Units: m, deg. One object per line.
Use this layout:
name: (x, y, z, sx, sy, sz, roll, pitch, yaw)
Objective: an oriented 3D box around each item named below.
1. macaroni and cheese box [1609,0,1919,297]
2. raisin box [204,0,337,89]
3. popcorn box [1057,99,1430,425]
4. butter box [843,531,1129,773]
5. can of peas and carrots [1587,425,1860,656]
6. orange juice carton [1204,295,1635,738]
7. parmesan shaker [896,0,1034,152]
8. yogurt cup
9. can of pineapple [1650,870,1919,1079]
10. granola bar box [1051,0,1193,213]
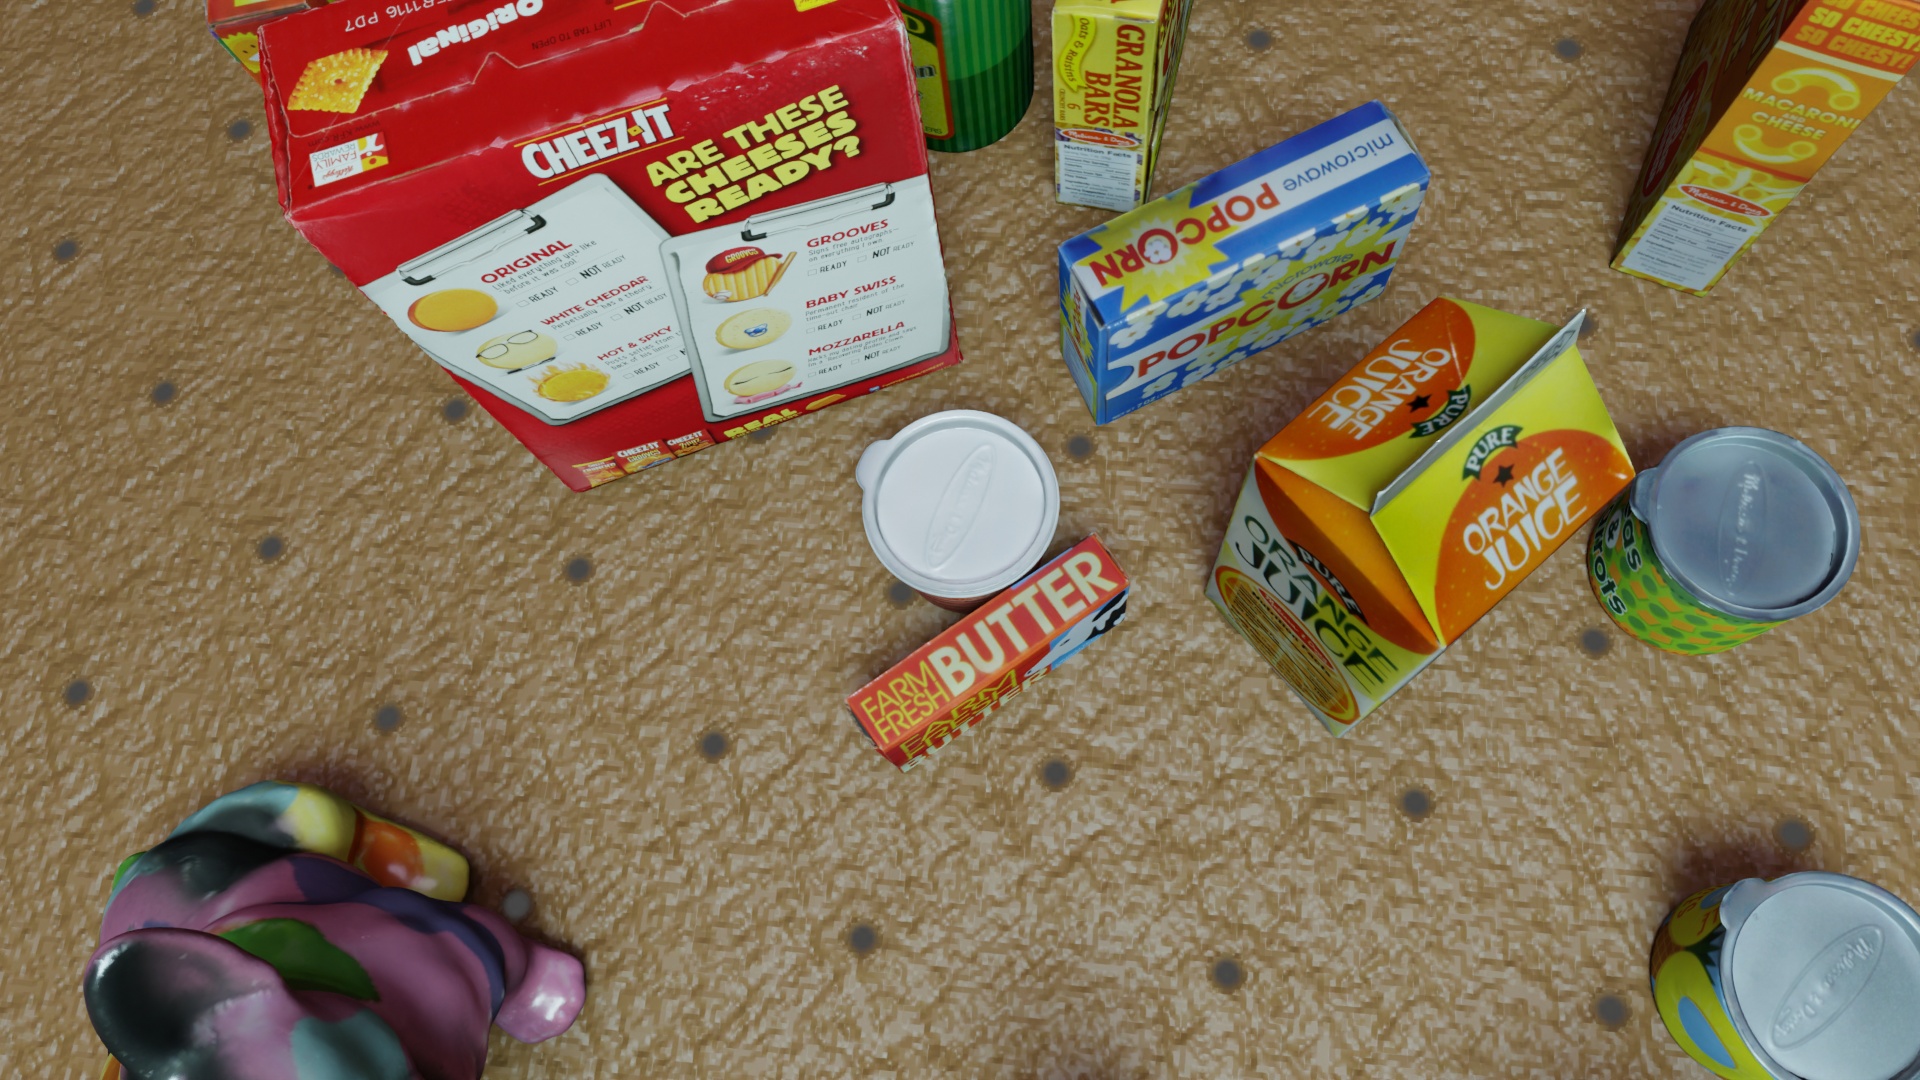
macaroni and cheese box: (0.286, -0.177, 0.473, 0.040, 0.166, 0.124, 21, 75, 11)
raisin box: (-0.243, -0.200, 0.544, 0.040, 0.123, 0.086, -11, 72, 1)
popcorn box: (0.099, -0.098, 0.504, 0.127, 0.085, 0.038, -25, 72, -4)
butter box: (0.011, 0.041, 0.483, 0.103, 0.053, 0.024, -34, 73, -6)
can of peas and carrots: (0.254, 0.002, 0.474, 0.071, 0.058, 0.071, -1, 72, 4)
orange juice carton: (0.130, -0.004, 0.415, 0.072, 0.192, 0.073, -39, 74, -8)
parmesan shaker: (-0.003, -0.203, 0.537, 0.071, 0.103, 0.071, -1, 72, 4)
yogurt cup: (0.002, -0.006, 0.499, 0.072, 0.053, 0.072, -1, 72, 4)
can of pineapple: (0.257, 0.136, 0.430, 0.071, 0.057, 0.071, -1, 72, 4)
granola bar box: (0.072, -0.227, 0.528, 0.039, 0.124, 0.166, 12, 74, 8)
